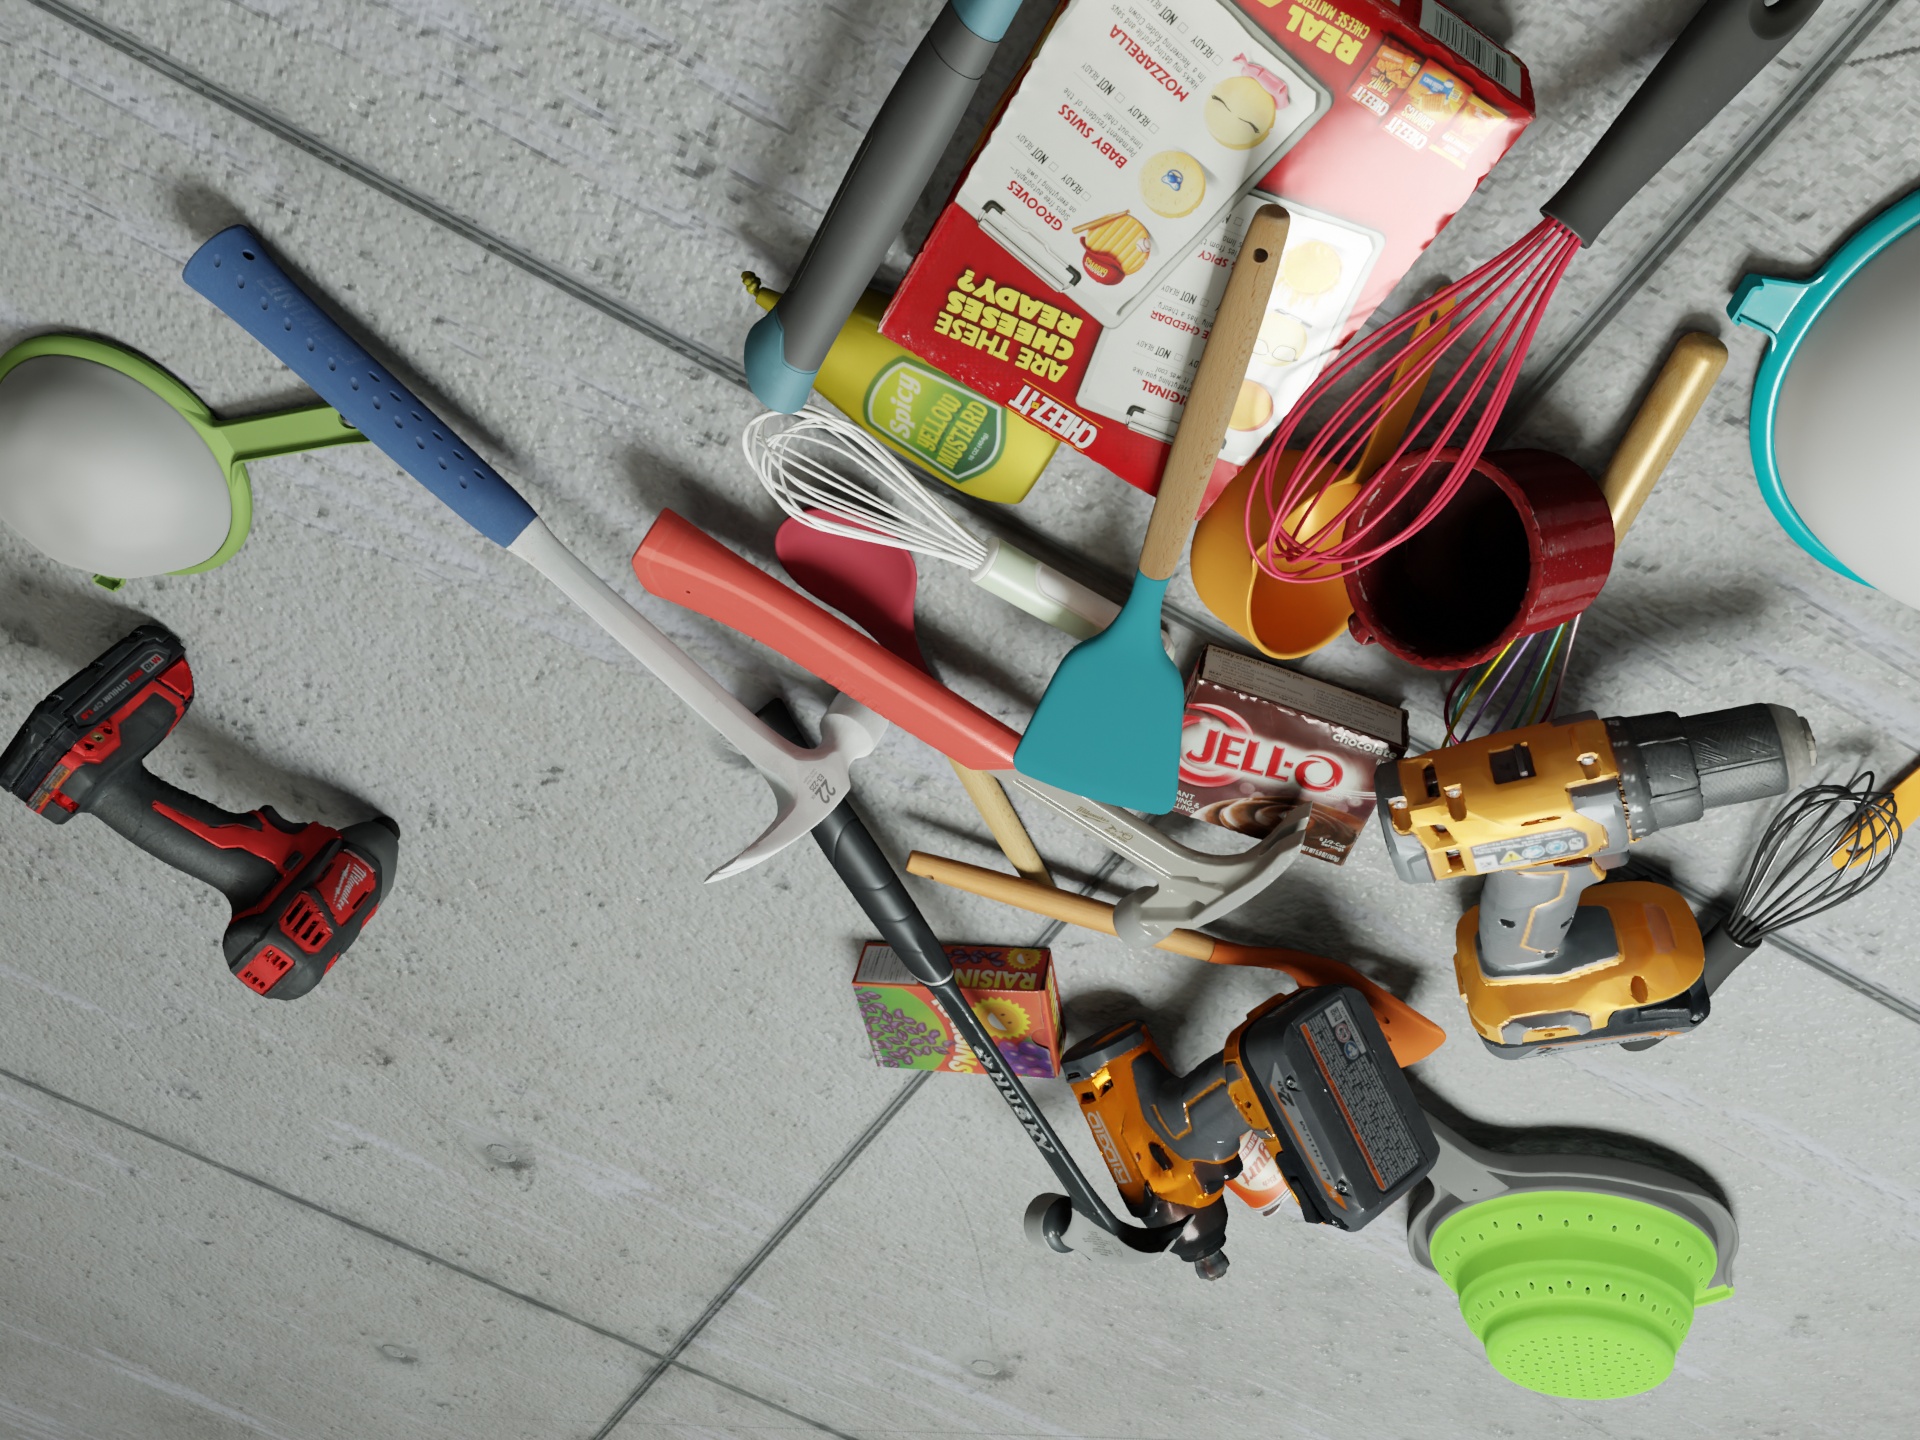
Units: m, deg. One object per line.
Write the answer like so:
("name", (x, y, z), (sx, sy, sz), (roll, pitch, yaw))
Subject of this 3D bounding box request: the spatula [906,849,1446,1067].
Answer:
("spatula", (0.122, 0.134, 0.926), (0.322, 0.041, 0.081), (17, 151, -6))

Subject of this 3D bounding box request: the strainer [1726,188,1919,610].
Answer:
("strainer", (0.456, -0.061, 0.639), (0.211, 0.095, 0.340), (-18, 122, 28))

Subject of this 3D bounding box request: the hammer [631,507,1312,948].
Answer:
("hammer", (-0.001, -0.003, 0.812), (0.359, 0.037, 0.149), (32, 140, -11))

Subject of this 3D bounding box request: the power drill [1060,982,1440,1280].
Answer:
("power drill", (0.162, 0.245, 0.921), (0.226, 0.084, 0.164), (-32, 82, 55))

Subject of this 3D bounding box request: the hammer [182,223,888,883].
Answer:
("hammer", (-0.214, -0.084, 0.797), (0.405, 0.144, 0.035), (43, 138, -13))

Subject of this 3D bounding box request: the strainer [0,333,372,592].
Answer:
("strainer", (-0.419, -0.129, 0.836), (0.256, 0.069, 0.151), (-5, 129, 21))

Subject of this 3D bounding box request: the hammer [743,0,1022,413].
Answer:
("hammer", (-0.001, -0.246, 0.582), (0.033, 0.128, 0.331), (5, 140, -34))

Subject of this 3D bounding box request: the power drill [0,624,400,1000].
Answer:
("power drill", (-0.447, 0.055, 0.966), (0.219, 0.143, 0.078), (44, 123, -14))

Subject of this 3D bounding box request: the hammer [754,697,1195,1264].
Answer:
("hammer", (-0.005, 0.161, 0.927), (0.149, 0.036, 0.408), (-13, 113, 56))

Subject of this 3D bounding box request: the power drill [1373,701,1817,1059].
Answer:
("power drill", (0.315, 0.075, 0.776), (0.185, 0.084, 0.225), (-14, 138, 19))

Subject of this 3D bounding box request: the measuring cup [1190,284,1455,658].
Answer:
("measuring cup", (0.161, -0.115, 0.704), (0.095, 0.052, 0.173), (6, 113, -41))

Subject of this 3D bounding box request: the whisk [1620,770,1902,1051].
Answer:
("whisk", (0.410, 0.109, 0.837), (0.055, 0.055, 0.238), (17, 137, 0))

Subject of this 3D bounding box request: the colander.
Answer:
("colander", (0.331, 0.323, 0.986), (0.396, 0.095, 0.204), (36, 133, -22))

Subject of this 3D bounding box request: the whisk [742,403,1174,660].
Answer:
("whisk", (0.005, -0.082, 0.764), (0.246, 0.058, 0.059), (27, 144, -22))

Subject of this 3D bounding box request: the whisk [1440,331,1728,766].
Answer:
("whisk", (0.279, -0.064, 0.725), (0.047, 0.051, 0.244), (15, 127, -4))

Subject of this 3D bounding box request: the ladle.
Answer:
("ladle", (-0.007, 0.002, 0.868), (0.069, 0.031, 0.315), (-10, 129, 27))

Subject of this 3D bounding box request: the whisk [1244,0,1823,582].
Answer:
("whisk", (0.213, -0.168, 0.597), (0.073, 0.073, 0.295), (34, 110, -15))

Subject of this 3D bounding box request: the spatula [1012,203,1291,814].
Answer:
("spatula", (0.088, -0.074, 0.672), (0.082, 0.044, 0.317), (17, 142, 4))

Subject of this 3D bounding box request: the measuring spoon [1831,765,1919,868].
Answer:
("measuring spoon", (0.465, 0.035, 0.780), (0.021, 0.011, 0.116), (18, 136, 1))
